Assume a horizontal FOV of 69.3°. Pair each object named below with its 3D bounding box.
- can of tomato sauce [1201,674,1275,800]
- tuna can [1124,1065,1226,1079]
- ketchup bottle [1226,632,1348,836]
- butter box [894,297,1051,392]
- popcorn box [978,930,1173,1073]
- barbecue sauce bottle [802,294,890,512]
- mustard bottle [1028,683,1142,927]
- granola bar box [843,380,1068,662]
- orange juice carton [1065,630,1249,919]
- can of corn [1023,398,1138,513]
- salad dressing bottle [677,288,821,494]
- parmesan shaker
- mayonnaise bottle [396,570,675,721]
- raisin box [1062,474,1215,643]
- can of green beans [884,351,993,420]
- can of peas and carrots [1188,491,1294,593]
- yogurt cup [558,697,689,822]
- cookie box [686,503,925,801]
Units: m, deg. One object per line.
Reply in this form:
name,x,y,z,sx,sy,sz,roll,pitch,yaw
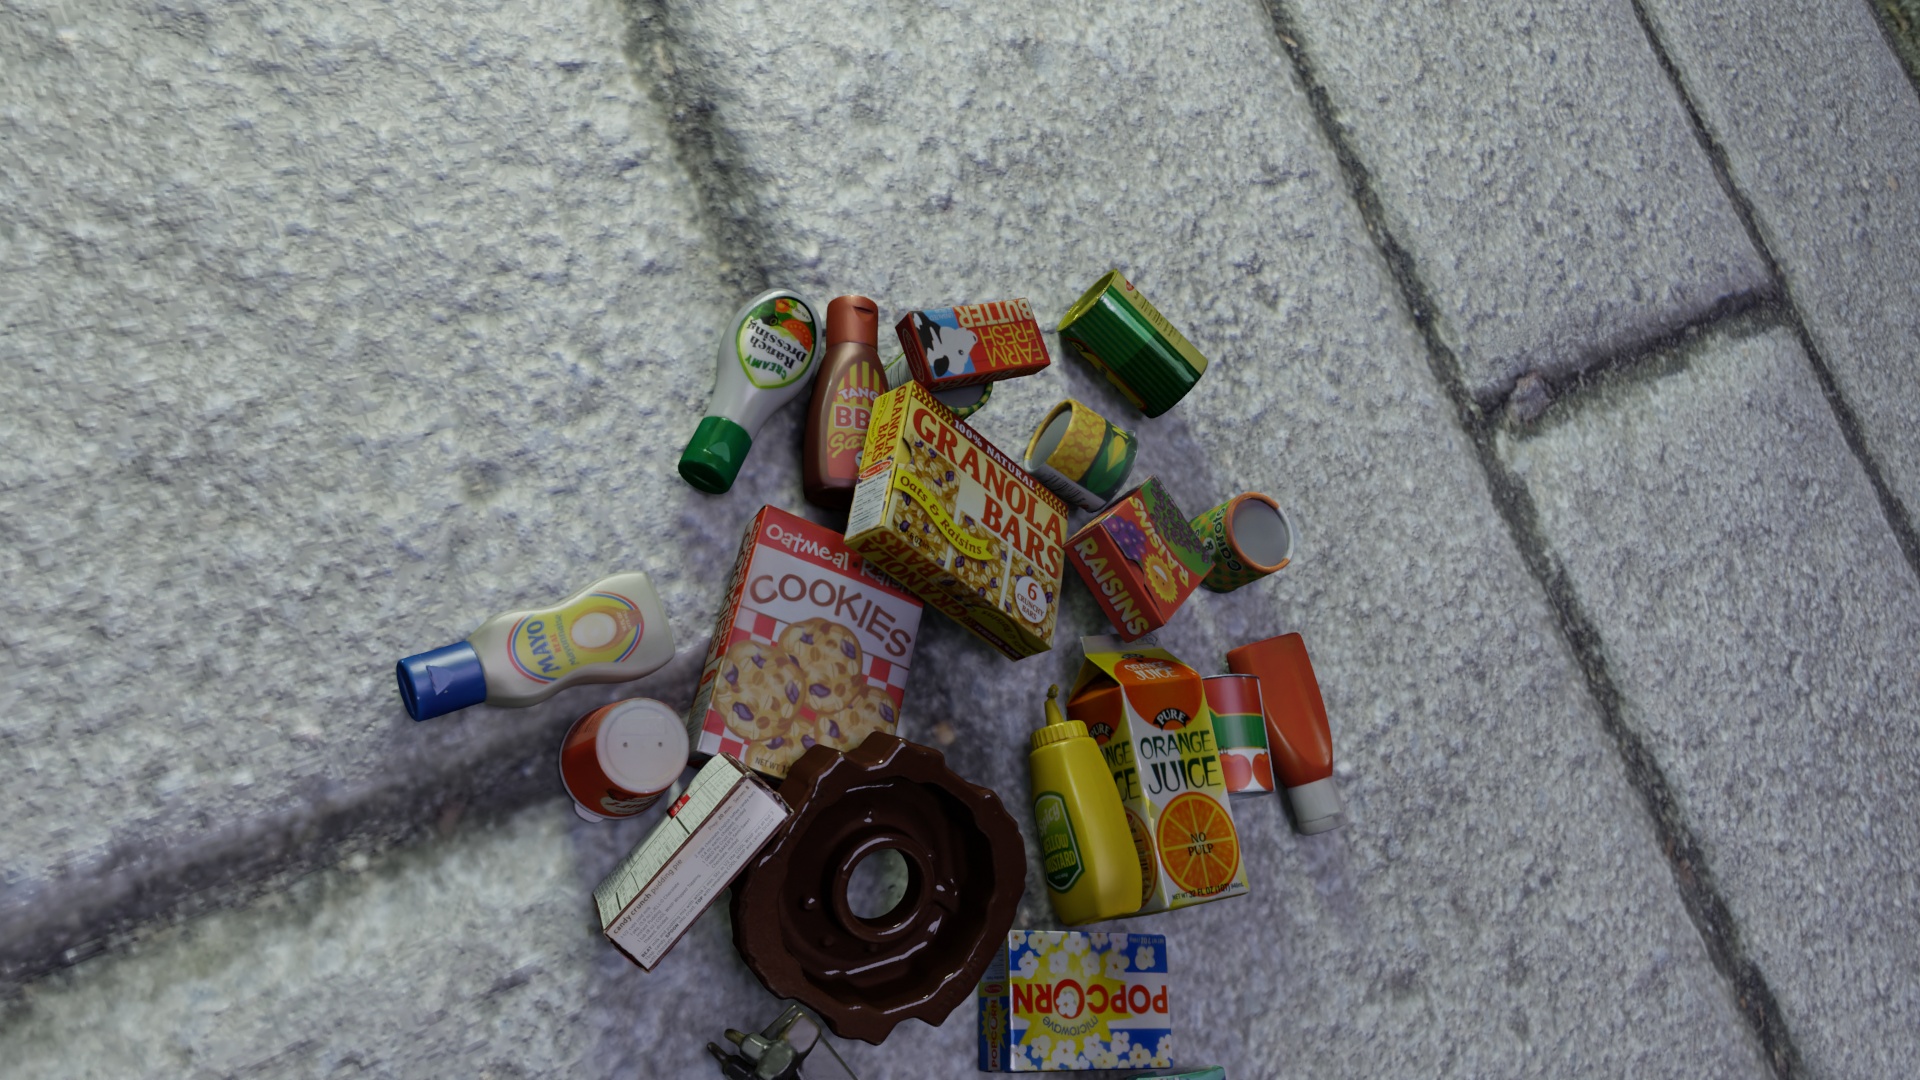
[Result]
can of tomato sauce,0.187,0.144,1.004,0.071,0.071,0.083,4,71,-29
tuna can,0.138,0.359,0.893,0.071,0.071,0.033,3,69,-30
ketchup bottle,0.253,0.147,1.055,0.065,0.043,0.149,-10,78,-32
butter box,0.010,-0.135,0.957,0.104,0.024,0.053,-13,78,-34
popcorn box,0.075,0.297,0.896,0.127,0.038,0.085,10,68,-27
barbecue sauce bottle,-0.075,-0.095,0.952,0.065,0.043,0.149,11,66,-30
mustard bottle,0.076,0.174,0.931,0.049,0.065,0.160,-1,67,-31
granola bar box,0.003,-0.012,0.933,0.165,0.039,0.125,37,46,-33
orange juice carton,0.130,0.157,0.961,0.072,0.072,0.193,-1,72,-31
can of corn,0.089,-0.065,1.023,0.058,0.071,0.071,30,59,-17
salad dressing bottle,-0.139,-0.099,0.915,0.064,0.043,0.148,31,59,-16
parmesan shaker,0.134,-0.151,1.081,0.103,0.071,0.072,43,56,-11
mayonnaise bottle,-0.242,0.064,0.795,0.148,0.041,0.065,-17,83,-35
raisin box,0.132,0.012,1.011,0.086,0.040,0.124,57,33,-1
can of green beans,-0.018,-0.110,0.982,0.071,0.057,0.071,11,67,-27
can of peas and carrots,0.213,0.002,1.077,0.071,0.058,0.071,11,66,-27
yogurt cup,-0.190,0.122,0.796,0.072,0.053,0.072,12,66,-27
cookie box,-0.094,0.076,0.878,0.123,0.040,0.168,23,61,-22
